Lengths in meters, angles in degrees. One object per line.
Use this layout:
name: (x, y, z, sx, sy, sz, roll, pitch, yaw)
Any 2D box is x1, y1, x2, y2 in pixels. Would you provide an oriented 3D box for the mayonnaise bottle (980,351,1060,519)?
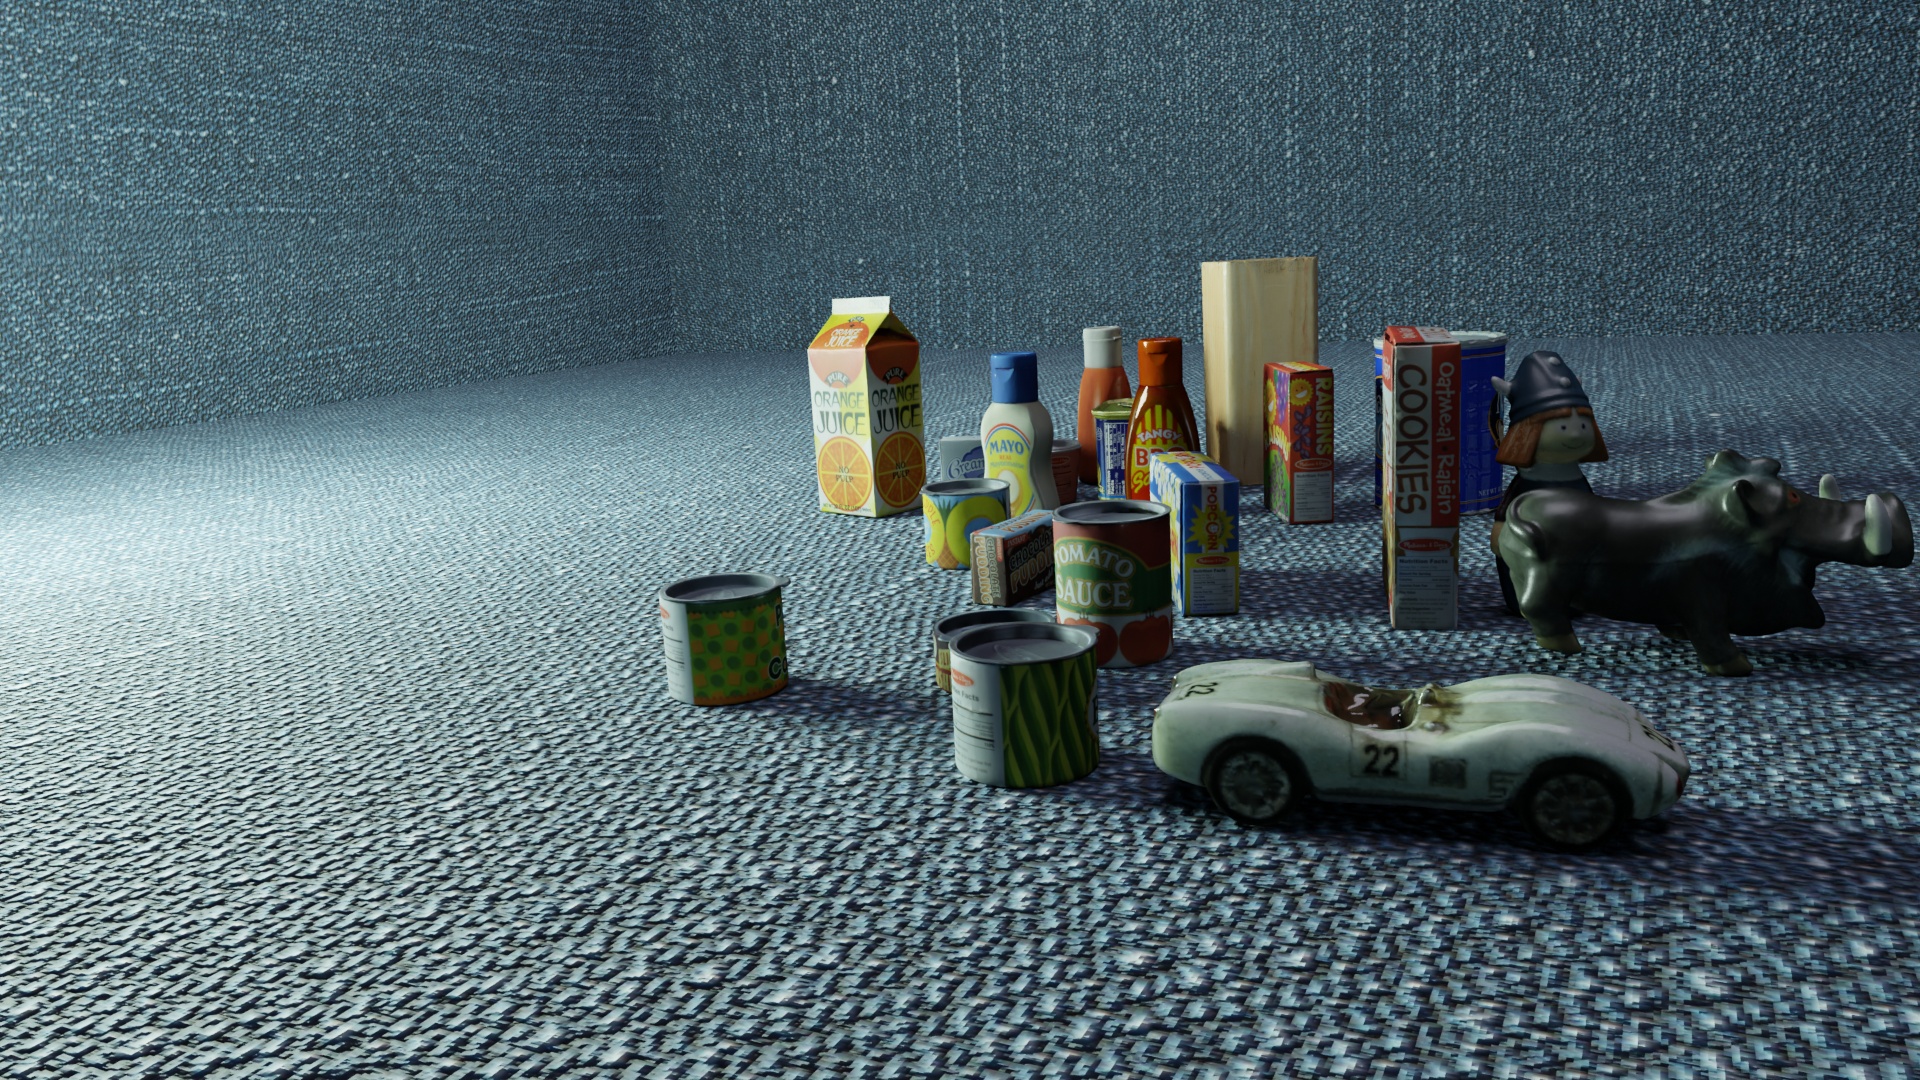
mayonnaise bottle: (0.044, -0.073, 1.094, 0.065, 0.147, 0.041, 4, 13, 31)

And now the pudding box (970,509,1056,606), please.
pudding box: (0.041, 0.011, 0.935, 0.030, 0.049, 0.084, 5, 14, 34)

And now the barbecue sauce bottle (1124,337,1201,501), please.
barbecue sauce bottle: (0.168, -0.094, 1.160, 0.065, 0.148, 0.044, 0, 12, 15)

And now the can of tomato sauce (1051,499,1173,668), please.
can of tomato sauce: (0.085, 0.024, 0.781, 0.071, 0.083, 0.071, -3, 12, 1)

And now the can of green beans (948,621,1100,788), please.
can of green beans: (0.029, 0.072, 0.624, 0.071, 0.057, 0.071, -3, 12, 1)

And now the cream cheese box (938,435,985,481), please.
cream cheese box: (0.033, -0.074, 1.331, 0.104, 0.053, 0.024, -2, 11, 7)

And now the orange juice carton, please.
orange juice carton: (-0.083, -0.122, 1.248, 0.072, 0.192, 0.073, 6, 15, 39)

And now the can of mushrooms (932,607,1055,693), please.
can of mushrooms: (0.017, 0.060, 0.745, 0.071, 0.033, 0.071, -3, 12, 1)

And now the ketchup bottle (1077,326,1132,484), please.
ketchup bottle: (0.140, -0.131, 1.343, 0.043, 0.148, 0.065, 8, 16, 44)

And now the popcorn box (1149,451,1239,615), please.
popcorn box: (0.152, -0.008, 0.906, 0.038, 0.085, 0.127, -3, 12, 0)

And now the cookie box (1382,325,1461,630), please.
cookie box: (0.277, -0.043, 0.842, 0.040, 0.167, 0.123, 0, 12, 15)

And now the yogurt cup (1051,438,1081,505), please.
yogurt cup: (0.077, -0.062, 1.258, 0.072, 0.053, 0.072, -3, 12, 1)

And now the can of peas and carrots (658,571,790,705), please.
can of peas and carrots: (-0.126, 0.052, 0.758, 0.071, 0.058, 0.071, -3, 12, 1)

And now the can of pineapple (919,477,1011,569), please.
can of pineapple: (0.004, -0.013, 1.036, 0.071, 0.057, 0.071, -3, 12, 1)

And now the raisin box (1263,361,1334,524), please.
raisin box: (0.276, -0.081, 1.133, 0.040, 0.123, 0.086, -3, 11, 0)
